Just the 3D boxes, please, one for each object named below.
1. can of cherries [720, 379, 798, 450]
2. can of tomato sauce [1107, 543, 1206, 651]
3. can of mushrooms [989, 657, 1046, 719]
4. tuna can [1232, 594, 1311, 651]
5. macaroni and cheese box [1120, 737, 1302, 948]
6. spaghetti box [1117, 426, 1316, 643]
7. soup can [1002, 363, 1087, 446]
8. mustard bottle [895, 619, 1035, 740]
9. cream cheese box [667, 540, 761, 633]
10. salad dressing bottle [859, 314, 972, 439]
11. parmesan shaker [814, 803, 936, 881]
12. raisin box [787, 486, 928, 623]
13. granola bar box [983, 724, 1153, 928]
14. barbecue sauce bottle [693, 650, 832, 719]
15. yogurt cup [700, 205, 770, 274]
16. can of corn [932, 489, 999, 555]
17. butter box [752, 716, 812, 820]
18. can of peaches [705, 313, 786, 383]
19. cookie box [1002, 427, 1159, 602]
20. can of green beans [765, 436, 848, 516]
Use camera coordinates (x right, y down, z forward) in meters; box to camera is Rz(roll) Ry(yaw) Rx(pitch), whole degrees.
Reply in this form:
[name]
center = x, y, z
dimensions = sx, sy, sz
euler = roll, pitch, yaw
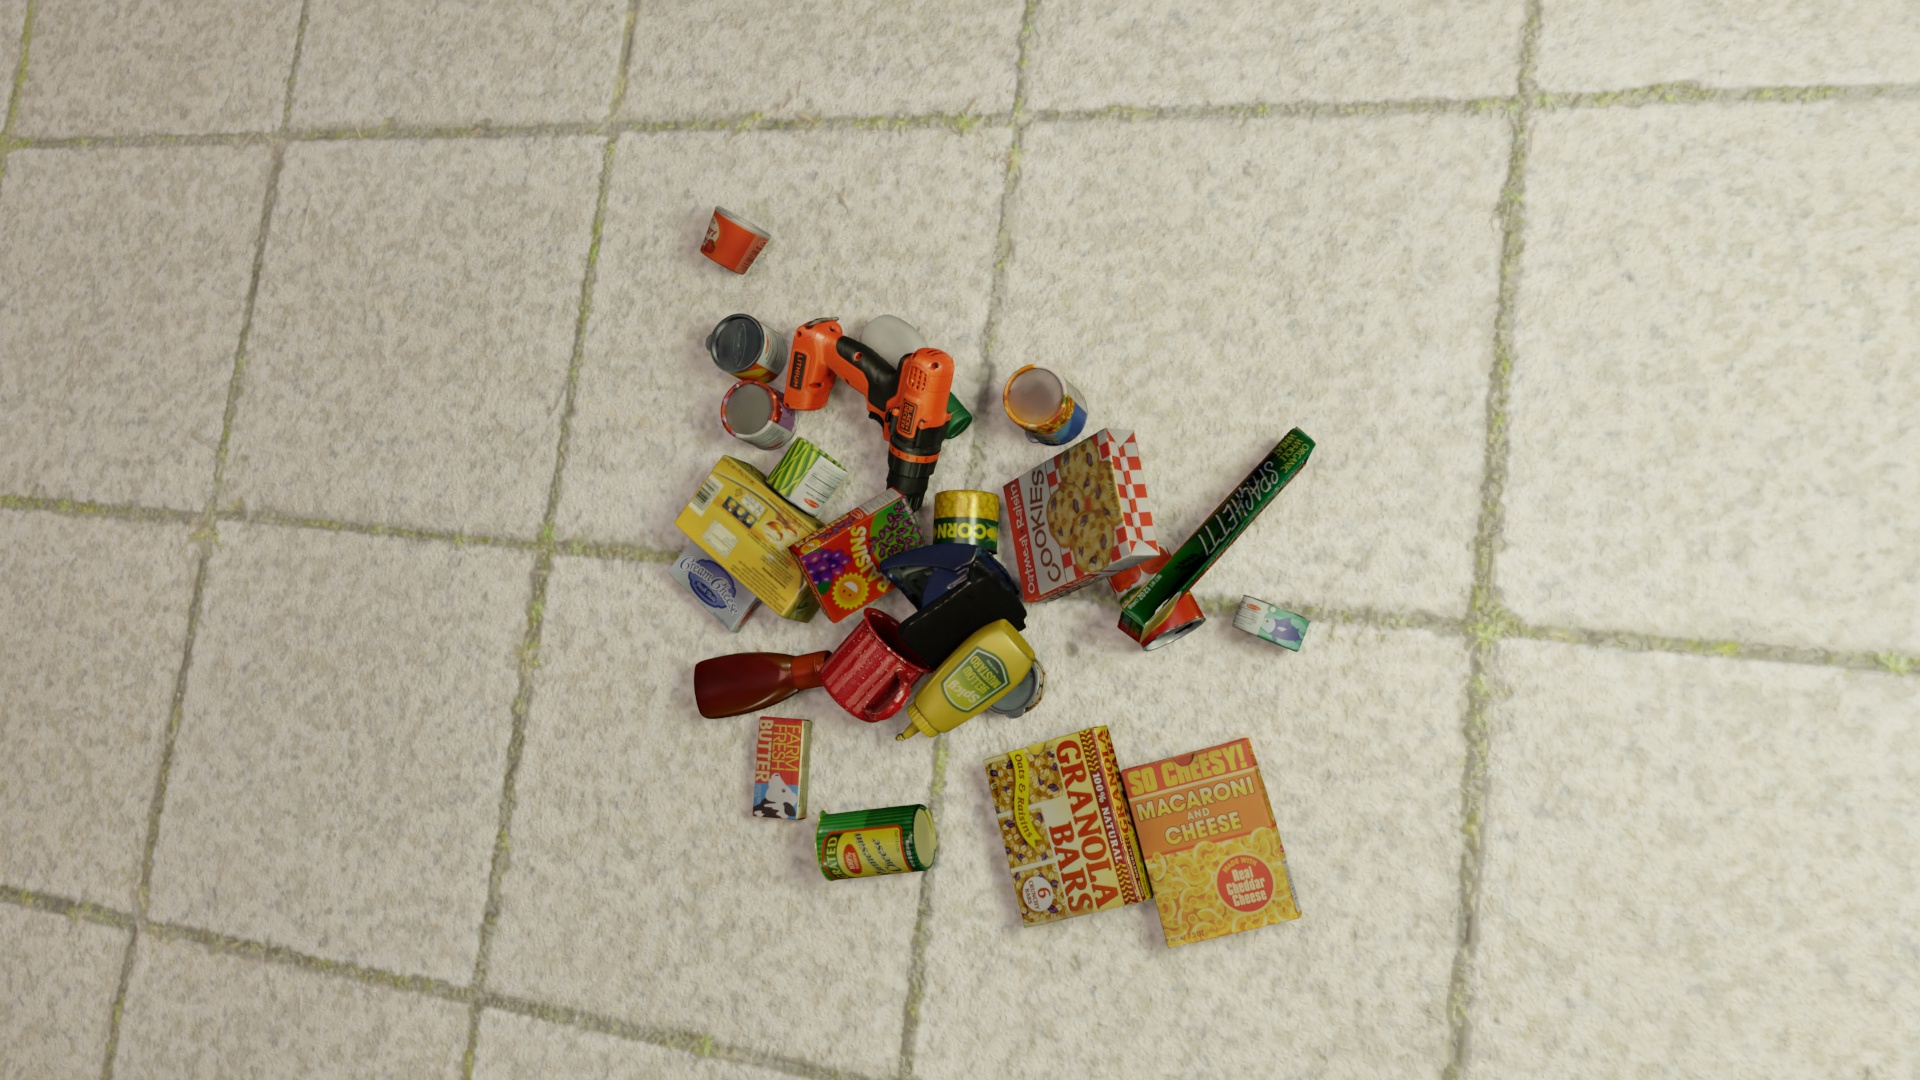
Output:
[can of cherries]
center = -0.216, -0.137, 1.489
dimensions = 0.071, 0.058, 0.071
euler = -3, 81, 18
[can of tomato sauce]
center = 0.183, 0.054, 1.319
dimensions = 0.071, 0.071, 0.083
euler = -30, 73, 12
[can of mushrooms]
center = 0.050, 0.141, 1.368
dimensions = 0.071, 0.033, 0.071
euler = -3, 80, 17
[tuna can]
center = 0.289, 0.077, 1.284
dimensions = 0.071, 0.071, 0.033
euler = 22, 90, 20
[macaroni and cheese box]
center = 0.231, 0.278, 1.283
dimensions = 0.123, 0.040, 0.166
euler = -18, 76, 14
[spaghetti box]
center = 0.237, -0.007, 1.278
dimensions = 0.029, 0.050, 0.251
euler = 41, 75, 15
[soup can]
center = 0.082, -0.132, 1.375
dimensions = 0.071, 0.084, 0.071
euler = -3, 81, 18
[mustard bottle]
center = -0.002, 0.146, 1.336
dimensions = 0.160, 0.049, 0.065
euler = -42, 92, 10
[cream cheese box]
center = -0.261, 0.046, 1.493
dimensions = 0.104, 0.024, 0.053
euler = 40, 94, 20
[salad dressing bottle]
center = -0.046, -0.170, 1.445
dimensions = 0.064, 0.044, 0.148
euler = -45, 72, 19
[parmesan shaker]
center = -0.084, 0.295, 1.369
dimensions = 0.103, 0.071, 0.071
euler = -10, 79, 17
[raisin box]
center = -0.098, 0.014, 1.390
dimensions = 0.124, 0.085, 0.040
euler = -31, 27, -13
[granola bar box]
center = 0.100, 0.271, 1.316
dimensions = 0.124, 0.039, 0.166
euler = -21, 75, 26
[barbecue sauce bottle]
center = -0.203, 0.144, 1.447
dimensions = 0.148, 0.043, 0.065
euler = -12, 78, 16
[yogurt cup]
center = -0.250, -0.329, 1.529
dimensions = 0.072, 0.072, 0.054
euler = 34, 101, 20
[can of corn]
center = 0.005, -0.017, 1.389
dimensions = 0.071, 0.071, 0.058
euler = 0, 81, 19
[butter box]
center = -0.184, 0.235, 1.436
dimensions = 0.053, 0.024, 0.103
euler = 0, 82, 18
[can of peaches]
center = -0.231, -0.207, 1.506
dimensions = 0.071, 0.058, 0.071
euler = -3, 81, 19
[cookie box]
center = 0.112, -0.021, 1.322
dimensions = 0.167, 0.040, 0.123
euler = -29, 66, 52
[can of green beans]
center = -0.160, -0.067, 1.455
dimensions = 0.071, 0.071, 0.058
euler = 38, 94, 20
